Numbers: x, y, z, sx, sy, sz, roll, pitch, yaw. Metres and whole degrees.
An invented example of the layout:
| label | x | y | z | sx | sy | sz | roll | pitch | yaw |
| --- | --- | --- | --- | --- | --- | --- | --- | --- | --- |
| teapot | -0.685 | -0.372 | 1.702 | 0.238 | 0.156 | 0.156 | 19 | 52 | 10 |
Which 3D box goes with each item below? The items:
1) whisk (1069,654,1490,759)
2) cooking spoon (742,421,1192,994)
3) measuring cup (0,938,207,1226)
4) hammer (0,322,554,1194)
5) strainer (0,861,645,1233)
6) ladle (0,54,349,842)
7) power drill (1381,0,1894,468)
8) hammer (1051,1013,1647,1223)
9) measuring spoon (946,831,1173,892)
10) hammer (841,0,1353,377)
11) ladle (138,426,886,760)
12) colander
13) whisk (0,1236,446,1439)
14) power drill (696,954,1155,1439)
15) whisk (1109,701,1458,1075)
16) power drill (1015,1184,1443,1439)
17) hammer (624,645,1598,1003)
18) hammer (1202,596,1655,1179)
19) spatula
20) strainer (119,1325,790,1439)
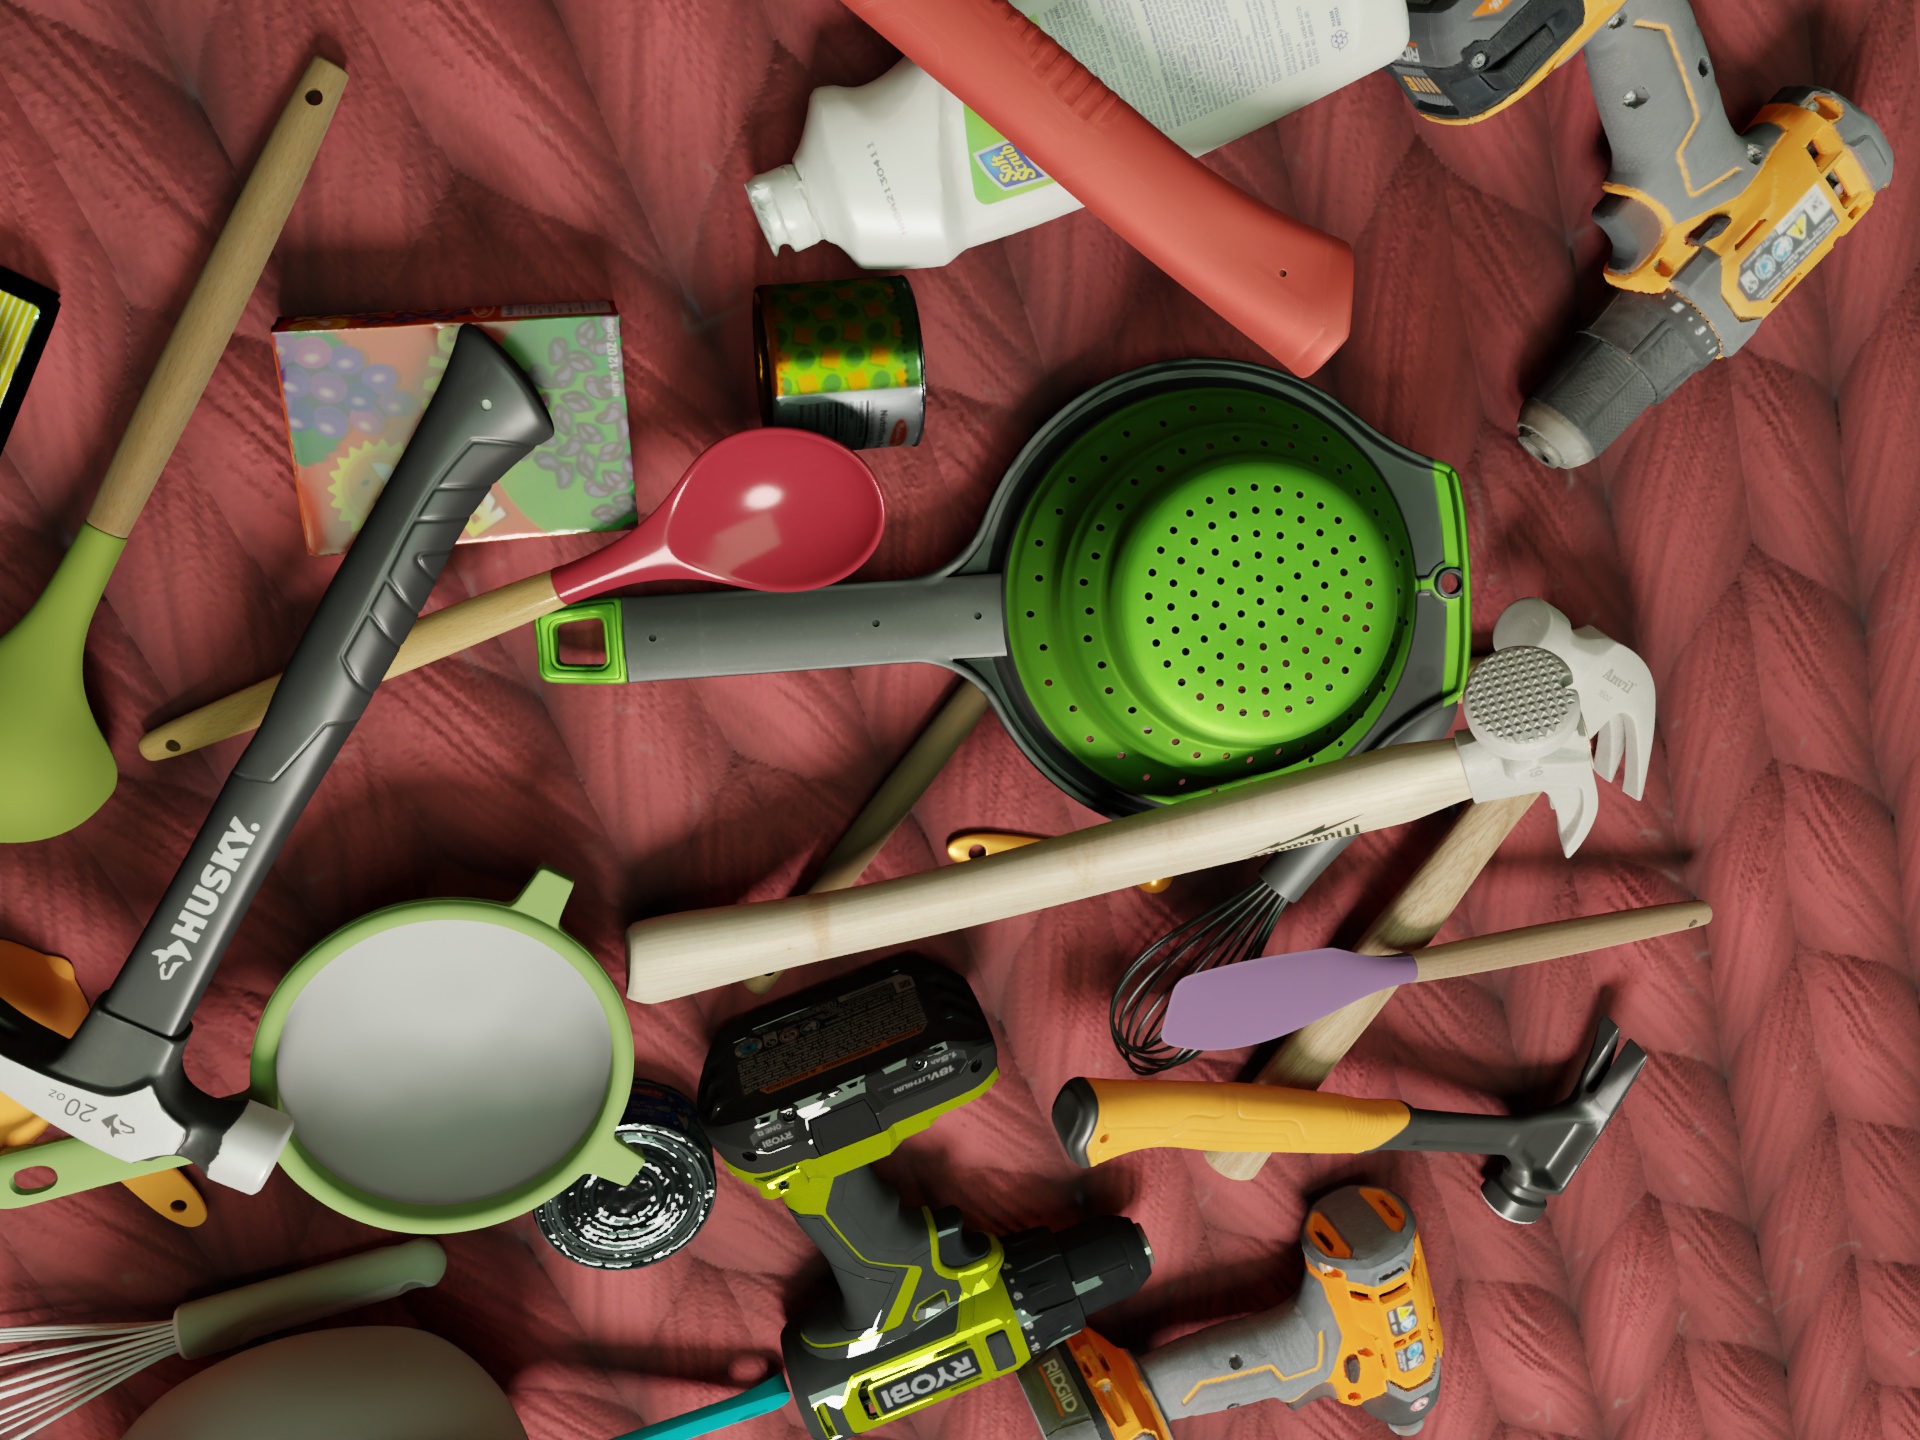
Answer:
| label | x | y | z | sx | sy | sz | roll | pitch | yaw |
| --- | --- | --- | --- | --- | --- | --- | --- | --- | --- |
| whisk | 0.165 | -0.013 | 0.739 | 0.245 | 0.047 | 0.051 | -7 | 125 | -16 |
| cooking spoon | -0.001 | -0.002 | 0.710 | 0.068 | 0.017 | 0.319 | 35 | 99 | -18 |
| measuring cup | -0.382 | 0.168 | 0.658 | 0.095 | 0.052 | 0.173 | -36 | 113 | 1 |
| hammer | -0.249 | 0.007 | 0.582 | 0.146 | 0.035 | 0.335 | 29 | 96 | -15 |
| strainer | -0.268 | 0.148 | 0.669 | 0.256 | 0.069 | 0.151 | -13 | 109 | -10 |
| ladle | -0.301 | -0.096 | 0.588 | 0.078 | 0.062 | 0.320 | 27 | 96 | -19 |
| power drill | 0.262 | -0.229 | 0.658 | 0.226 | 0.084 | 0.185 | 37 | 100 | -29 |
| hammer | 0.196 | 0.197 | 0.796 | 0.336 | 0.034 | 0.127 | 10 | 116 | -28 |
| measuring spoon | 0.049 | 0.068 | 0.754 | 0.117 | 0.011 | 0.021 | 9 | 109 | -18 |
| hammer | -0.013 | -0.236 | 0.550 | 0.359 | 0.037 | 0.149 | 38 | 97 | -7 |
| ladle | -0.178 | -0.041 | 0.614 | 0.315 | 0.031 | 0.069 | -20 | 120 | 7 |
| colander | 0.027 | -0.042 | 0.633 | 0.397 | 0.094 | 0.204 | -4 | 95 | -5 |
| whisk | -0.357 | 0.278 | 0.714 | 0.246 | 0.059 | 0.057 | -13 | 152 | -14 |
| power drill | -0.014 | 0.232 | 0.769 | 0.190 | 0.080 | 0.228 | -20 | 117 | -6 |
| whisk | 0.150 | 0.076 | 0.751 | 0.055 | 0.055 | 0.239 | 32 | 106 | -23 |
| power drill | 0.159 | 0.367 | 0.866 | 0.226 | 0.084 | 0.164 | -24 | 116 | -9 |
| hammer | 0.047 | 0.064 | 0.657 | 0.410 | 0.038 | 0.146 | -16 | 153 | 19 |
| hammer | 0.225 | 0.099 | 0.790 | 0.130 | 0.031 | 0.331 | 21 | 109 | -34 |
| spatula | 0.240 | 0.118 | 0.777 | 0.316 | 0.018 | 0.059 | -7 | 128 | -19 |
| strainer | -0.241 | 0.325 | 0.740 | 0.340 | 0.095 | 0.211 | -3 | 145 | -36 |
